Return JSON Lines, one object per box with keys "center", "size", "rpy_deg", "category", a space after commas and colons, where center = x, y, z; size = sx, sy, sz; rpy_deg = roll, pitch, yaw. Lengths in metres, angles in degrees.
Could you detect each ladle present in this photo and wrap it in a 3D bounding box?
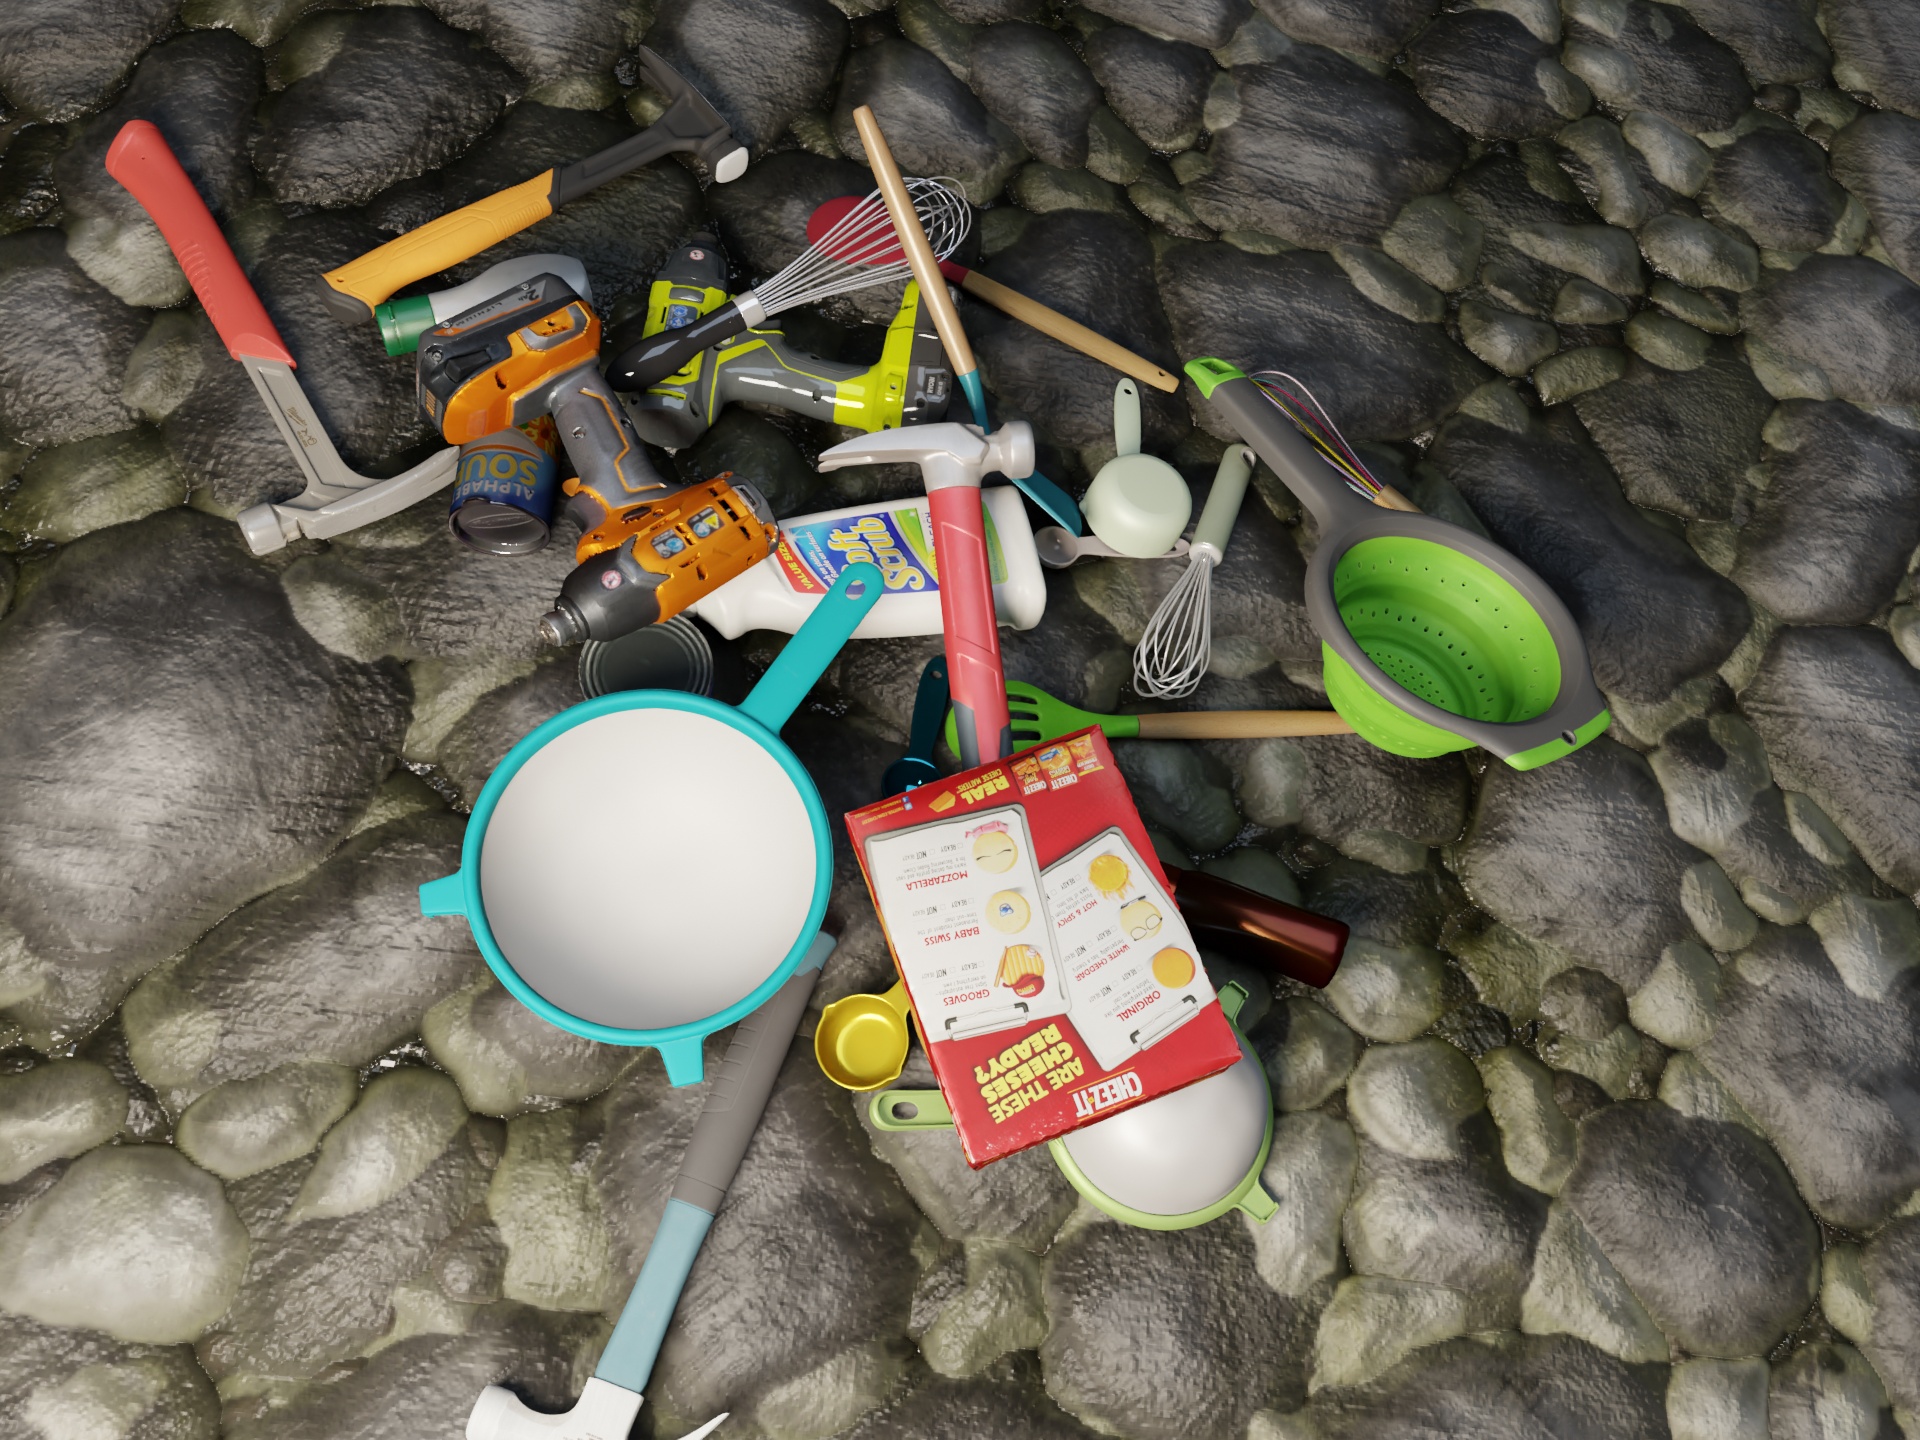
{"center": [0.026, -0.328, 1.229], "size": [0.315, 0.031, 0.069], "rpy_deg": [27, 63, 1], "category": "ladle"}

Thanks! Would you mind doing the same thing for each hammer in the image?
{"center": [-0.151, 0.267, 0.918], "size": [0.128, 0.033, 0.331], "rpy_deg": [21, 64, 1], "category": "hammer"}
{"center": [-0.491, -0.282, 1.108], "size": [0.149, 0.036, 0.359], "rpy_deg": [-27, 73, -21], "category": "hammer"}
{"center": [-0.328, -0.393, 1.189], "size": [0.337, 0.034, 0.127], "rpy_deg": [-36, 77, -23], "category": "hammer"}
{"center": [-0.002, -0.003, 1.022], "size": [0.143, 0.038, 0.386], "rpy_deg": [-6, 80, -6], "category": "hammer"}

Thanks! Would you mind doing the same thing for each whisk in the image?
{"center": [-0.118, -0.298, 1.093], "size": [0.284, 0.070, 0.070], "rpy_deg": [-30, 74, -9], "category": "whisk"}
{"center": [0.173, -0.112, 1.141], "size": [0.057, 0.059, 0.246], "rpy_deg": [43, 52, -26], "category": "whisk"}
{"center": [0.298, -0.184, 1.203], "size": [0.245, 0.047, 0.051], "rpy_deg": [40, 64, 6], "category": "whisk"}

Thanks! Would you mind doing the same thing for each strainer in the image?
{"center": [-0.150, 0.046, 0.979], "size": [0.211, 0.095, 0.340], "rpy_deg": [33, 68, 5], "category": "strainer"}
{"center": [0.076, 0.227, 0.957], "size": [0.256, 0.069, 0.152], "rpy_deg": [1, 65, -11], "category": "strainer"}

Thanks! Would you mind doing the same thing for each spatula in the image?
{"center": [0.005, -0.267, 1.088], "size": [0.044, 0.082, 0.317], "rpy_deg": [-20, 111, 12], "category": "spatula"}

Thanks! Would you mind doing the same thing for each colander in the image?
{"center": [0.275, -0.102, 1.133], "size": [0.204, 0.094, 0.397], "rpy_deg": [-20, 61, -32], "category": "colander"}

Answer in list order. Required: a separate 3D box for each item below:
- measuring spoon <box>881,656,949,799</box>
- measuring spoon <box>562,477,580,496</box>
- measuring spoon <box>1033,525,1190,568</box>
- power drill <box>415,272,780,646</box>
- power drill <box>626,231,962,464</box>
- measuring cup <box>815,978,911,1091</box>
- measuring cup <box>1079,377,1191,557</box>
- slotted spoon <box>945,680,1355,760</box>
{"center": [-0.026, 0.012, 1.071], "size": [0.042, 0.021, 0.129], "rpy_deg": [13, 55, -3], "category": "measuring spoon"}
{"center": [-0.220, -0.152, 1.113], "size": [0.117, 0.011, 0.021], "rpy_deg": [11, 65, -1], "category": "measuring spoon"}
{"center": [0.109, -0.123, 1.158], "size": [0.124, 0.018, 0.034], "rpy_deg": [-2, 60, -19], "category": "measuring spoon"}
{"center": [-0.244, -0.156, 1.000], "size": [0.164, 0.084, 0.226], "rpy_deg": [-37, 83, -28], "category": "power drill"}
{"center": [-0.116, -0.270, 1.149], "size": [0.223, 0.080, 0.171], "rpy_deg": [8, 65, -3], "category": "power drill"}
{"center": [-0.024, 0.161, 0.971], "size": [0.062, 0.029, 0.156], "rpy_deg": [39, 75, 19], "category": "measuring cup"}
{"center": [0.131, -0.198, 1.175], "size": [0.083, 0.038, 0.168], "rpy_deg": [9, 59, -14], "category": "measuring cup"}
{"center": [0.146, 0.002, 1.098], "size": [0.313, 0.031, 0.070], "rpy_deg": [-1, 63, -12], "category": "slotted spoon"}
